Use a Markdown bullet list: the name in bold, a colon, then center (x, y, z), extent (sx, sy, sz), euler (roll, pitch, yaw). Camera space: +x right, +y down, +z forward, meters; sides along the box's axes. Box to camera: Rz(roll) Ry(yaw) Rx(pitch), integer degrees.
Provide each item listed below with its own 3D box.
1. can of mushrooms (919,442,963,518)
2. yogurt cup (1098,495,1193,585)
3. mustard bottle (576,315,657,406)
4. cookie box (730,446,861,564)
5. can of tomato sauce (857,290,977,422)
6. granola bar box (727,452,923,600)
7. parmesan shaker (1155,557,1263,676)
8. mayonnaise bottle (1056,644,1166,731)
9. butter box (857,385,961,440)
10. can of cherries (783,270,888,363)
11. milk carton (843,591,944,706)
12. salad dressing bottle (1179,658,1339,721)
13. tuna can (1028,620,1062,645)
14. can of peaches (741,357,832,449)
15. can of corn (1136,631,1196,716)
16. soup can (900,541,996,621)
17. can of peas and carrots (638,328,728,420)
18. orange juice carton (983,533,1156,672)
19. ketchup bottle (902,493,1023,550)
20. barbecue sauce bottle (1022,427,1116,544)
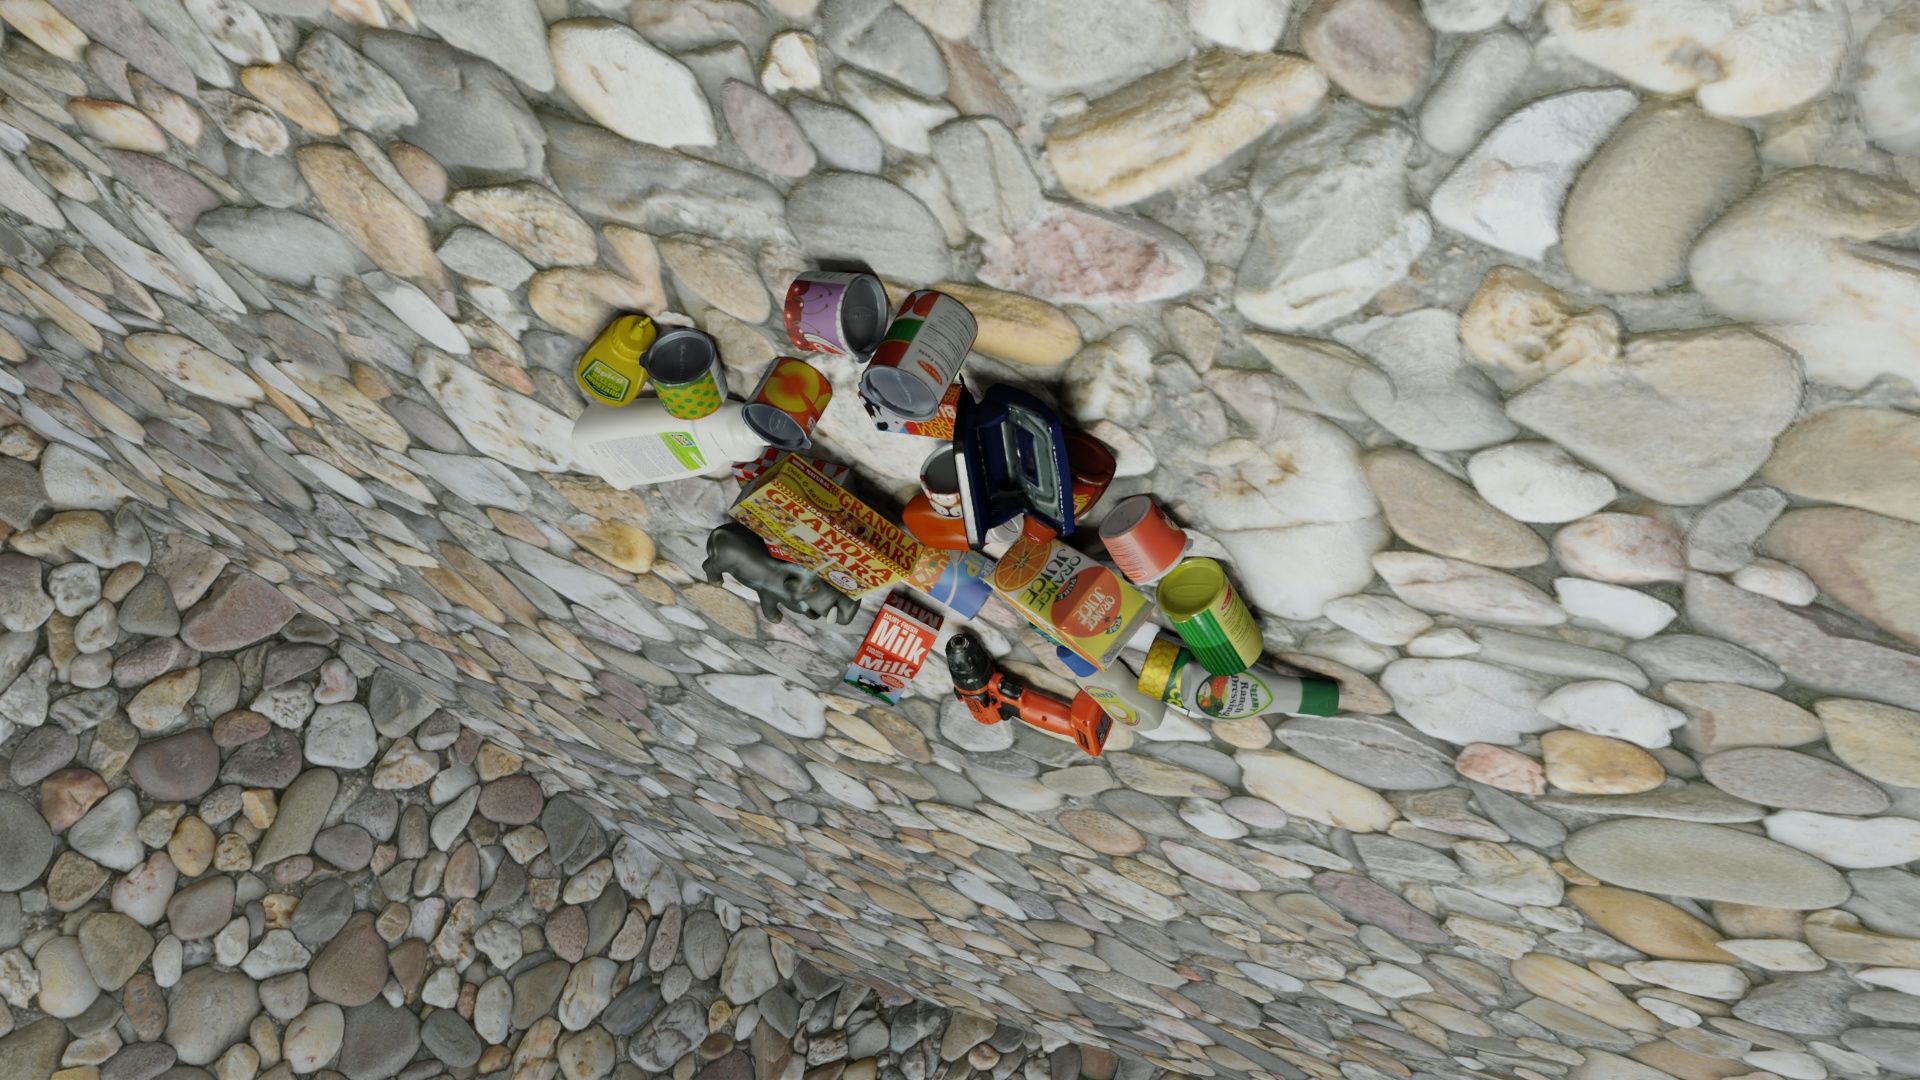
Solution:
- **can of mushrooms**: center (0.000, -0.055, 1.256), extent (0.071, 0.071, 0.033), euler (11, 147, 27)
- **yogurt cup**: center (0.158, -0.002, 1.218), extent (0.072, 0.073, 0.054), euler (-10, 128, 49)
- **mustard bottle**: center (-0.324, -0.180, 1.334), extent (0.065, 0.049, 0.159), euler (32, 152, -14)
- **cookie box**: center (-0.160, -0.028, 1.470), extent (0.123, 0.040, 0.166), euler (15, 150, 19)
- **can of tomato sauce**: center (-0.033, -0.147, 1.105), extent (0.071, 0.083, 0.071), euler (20, 152, 11)
- **granola bar box**: center (-0.135, -0.012, 1.391), extent (0.165, 0.039, 0.124), euler (36, 150, -18)
- **parmesan shaker**: center (0.229, 0.074, 1.279), extent (0.071, 0.071, 0.102), euler (2, 144, 38)
- **mayonnaise bottle**: center (0.160, 0.154, 1.512), extent (0.064, 0.041, 0.148), euler (-6, 140, 47)
- **butter box**: center (-0.035, -0.116, 1.226), extent (0.103, 0.024, 0.053), euler (9, 149, 30)
- **can of cherries**: center (-0.100, -0.180, 1.118), extent (0.058, 0.072, 0.071), euler (9, 148, 29)
- **milk carton**: center (-0.076, 0.123, 1.624), extent (0.072, 0.074, 0.189), euler (27, 152, -2)
- **salad dressing bottle**: center (0.289, 0.146, 1.341), extent (0.148, 0.064, 0.044), euler (6, -163, -5)
- **tuna can**: center (0.099, 0.071, 1.390), extent (0.033, 0.071, 0.071), euler (36, 151, -16)
- **can of peaches**: center (-0.157, -0.125, 1.278), extent (0.071, 0.058, 0.071), euler (20, 151, 11)
- **can of corn**: center (0.214, 0.134, 1.398), extent (0.058, 0.071, 0.071), euler (20, 152, 13)
- **soup can**: center (-0.009, 0.031, 1.419), extent (0.084, 0.071, 0.071), euler (31, 152, -8)
- **can of peas and carrots**: center (-0.258, -0.154, 1.301), extent (0.071, 0.071, 0.058), euler (18, 152, 16)
- **orange juice carton**: center (0.106, 0.056, 1.273), extent (0.073, 0.072, 0.193), euler (43, 175, -30)
- **ketchup bottle**: center (0.005, -0.016, 1.313), extent (0.064, 0.043, 0.148), euler (40, 162, -25)
- **barbecue sauce bottle**: center (0.088, -0.042, 1.228), extent (0.065, 0.044, 0.148), euler (34, 153, 3)
